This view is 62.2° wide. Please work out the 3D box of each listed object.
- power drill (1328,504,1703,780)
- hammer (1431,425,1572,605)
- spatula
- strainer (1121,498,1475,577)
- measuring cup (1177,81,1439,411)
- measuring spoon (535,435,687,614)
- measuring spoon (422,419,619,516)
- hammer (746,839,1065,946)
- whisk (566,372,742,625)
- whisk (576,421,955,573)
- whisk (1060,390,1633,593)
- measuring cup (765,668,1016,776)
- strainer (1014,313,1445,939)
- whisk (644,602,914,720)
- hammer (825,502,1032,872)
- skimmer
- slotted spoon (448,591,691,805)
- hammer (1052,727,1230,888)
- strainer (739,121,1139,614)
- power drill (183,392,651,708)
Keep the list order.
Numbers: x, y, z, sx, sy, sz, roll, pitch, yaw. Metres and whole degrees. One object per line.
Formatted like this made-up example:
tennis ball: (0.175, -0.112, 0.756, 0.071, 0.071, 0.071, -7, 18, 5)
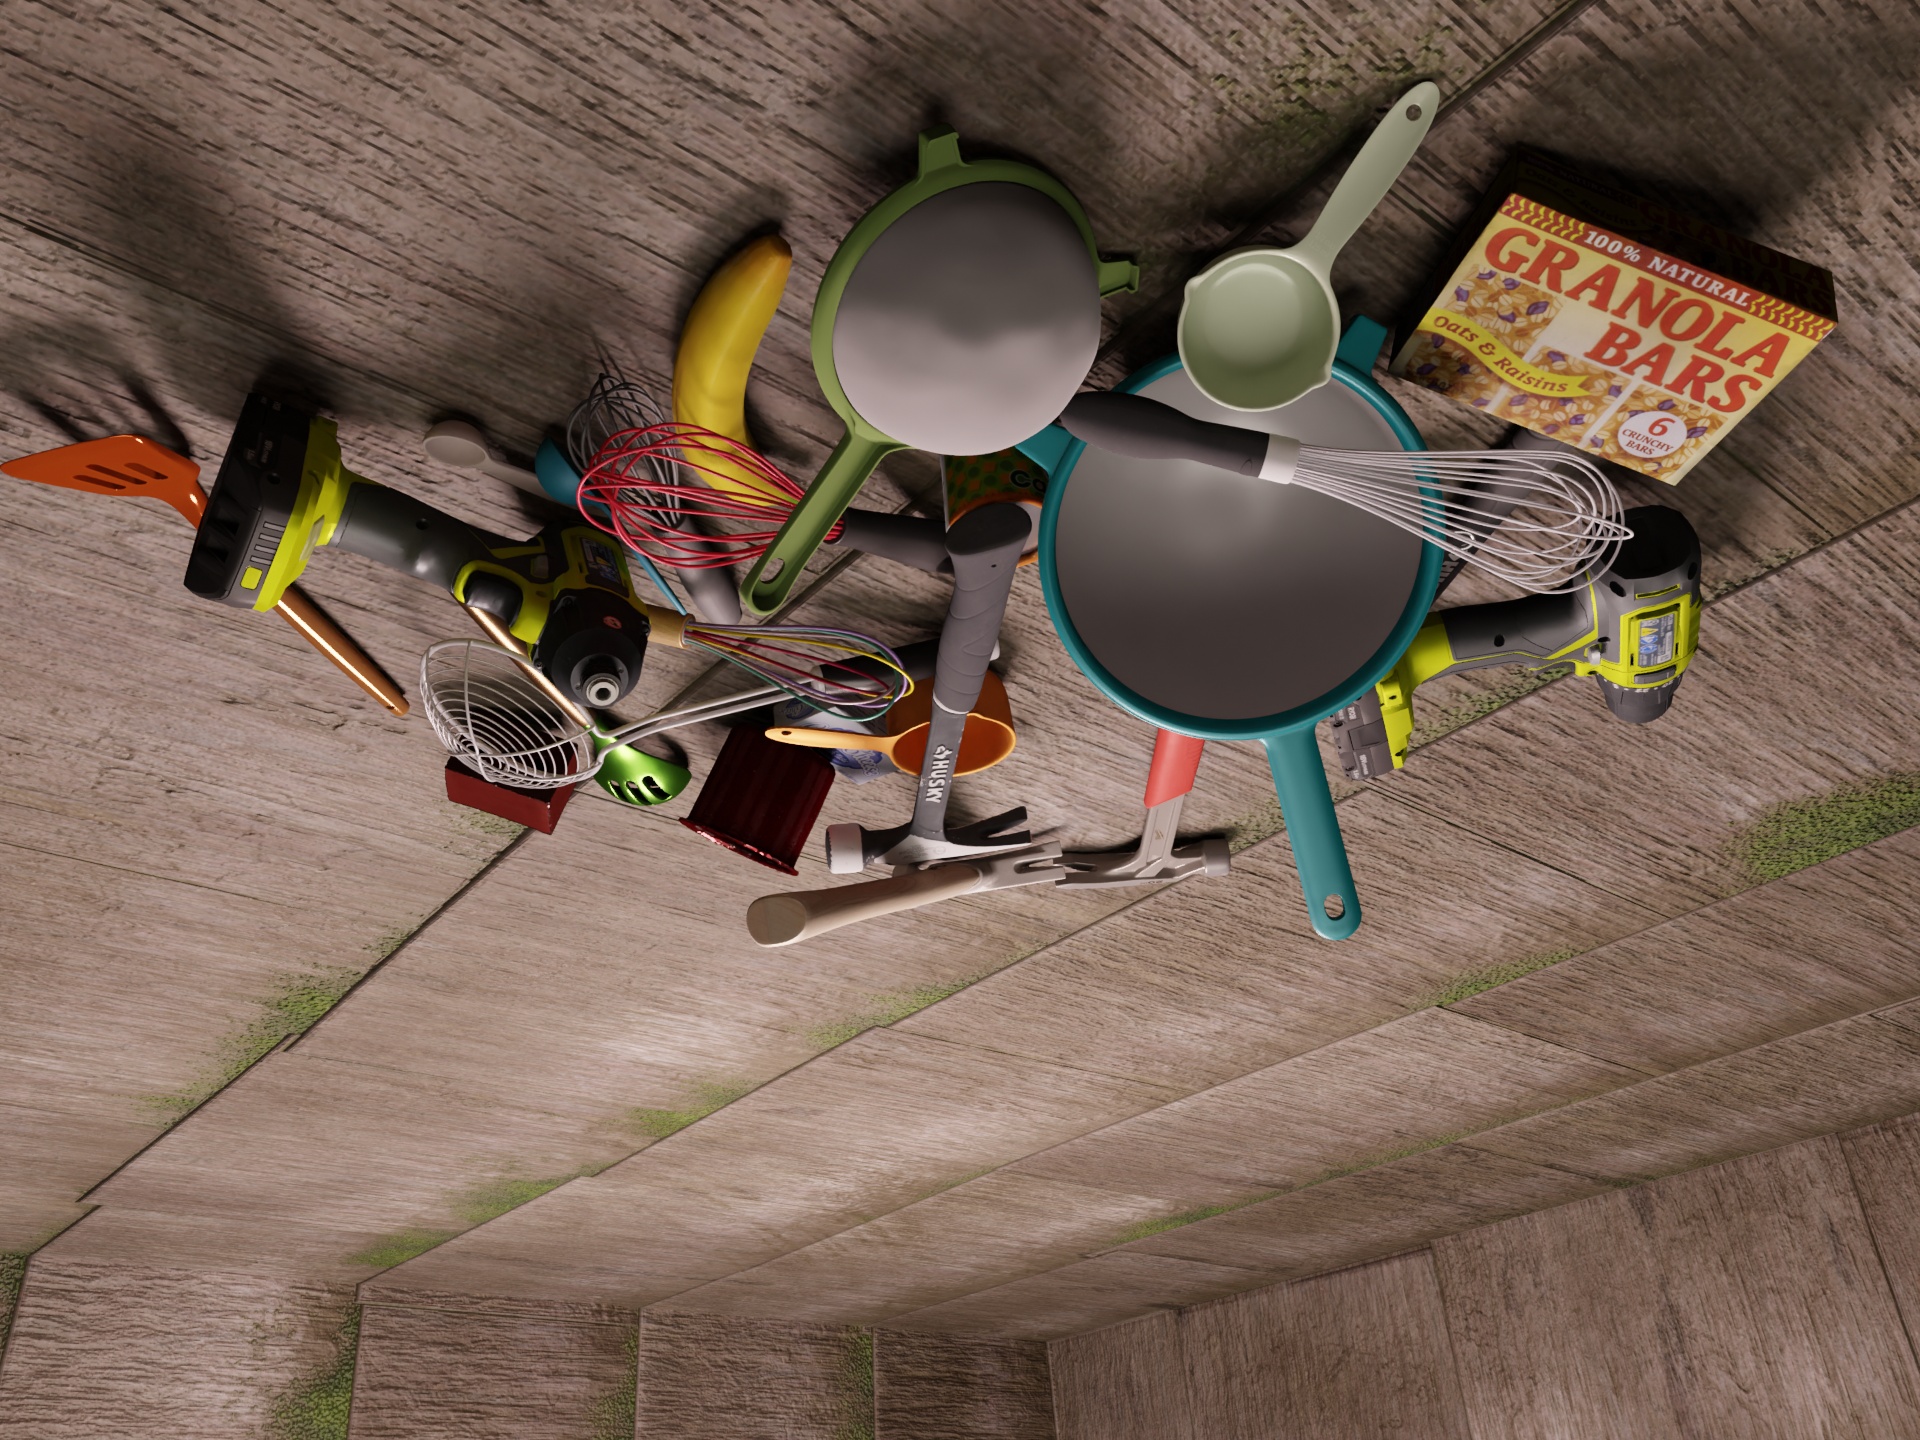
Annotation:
power drill: (0.344, -0.036, 0.998, 0.228, 0.080, 0.190, -15, 146, 13)
hammer: (0.320, -0.128, 0.950, 0.146, 0.035, 0.334, 5, 148, -15)
spatula: (-0.414, -0.076, 0.937, 0.081, 0.041, 0.322, -11, 150, 9)
strainer: (0.172, -0.105, 0.933, 0.258, 0.050, 0.086, 0, 125, 3)
measuring cup: (0.166, -0.224, 0.749, 0.083, 0.038, 0.167, 32, 111, -9)
measuring spoon: (-0.196, -0.102, 0.885, 0.021, 0.042, 0.128, -36, 122, -2)
measuring spoon: (-0.240, -0.140, 0.883, 0.034, 0.018, 0.124, -12, 158, 39)
hammer: (-0.038, 0.123, 1.148, 0.146, 0.038, 0.410, -11, 175, 16)
whisk: (-0.164, -0.113, 0.902, 0.055, 0.055, 0.238, -8, 153, 7)
whisk: (-0.083, -0.109, 0.860, 0.073, 0.073, 0.295, -29, 160, 35)
whisk: (0.188, -0.121, 0.780, 0.284, 0.070, 0.070, 13, 148, 1)
measuring cup: (-0.048, -0.006, 1.084, 0.173, 0.052, 0.095, 4, 149, -17)
strainer: (0.164, -0.044, 0.882, 0.211, 0.095, 0.340, -17, 107, 5)
whisk: (-0.142, -0.045, 0.950, 0.245, 0.051, 0.047, 13, -177, 15)
hammer: (-0.002, -0.003, 1.008, 0.149, 0.036, 0.408, -4, 151, -10)
skimmer: (-0.159, -0.033, 1.028, 0.363, 0.090, 0.127, -14, 142, -13)
slotted spoon: (-0.267, -0.015, 1.074, 0.070, 0.031, 0.313, -9, 148, 14)
hammer: (0.152, 0.038, 1.205, 0.149, 0.037, 0.358, -3, 150, -2)
strainer: (-0.020, -0.138, 0.757, 0.151, 0.069, 0.256, 20, 115, -45)
power drill: (-0.274, -0.080, 0.833, 0.223, 0.171, 0.080, 20, 111, -28)
